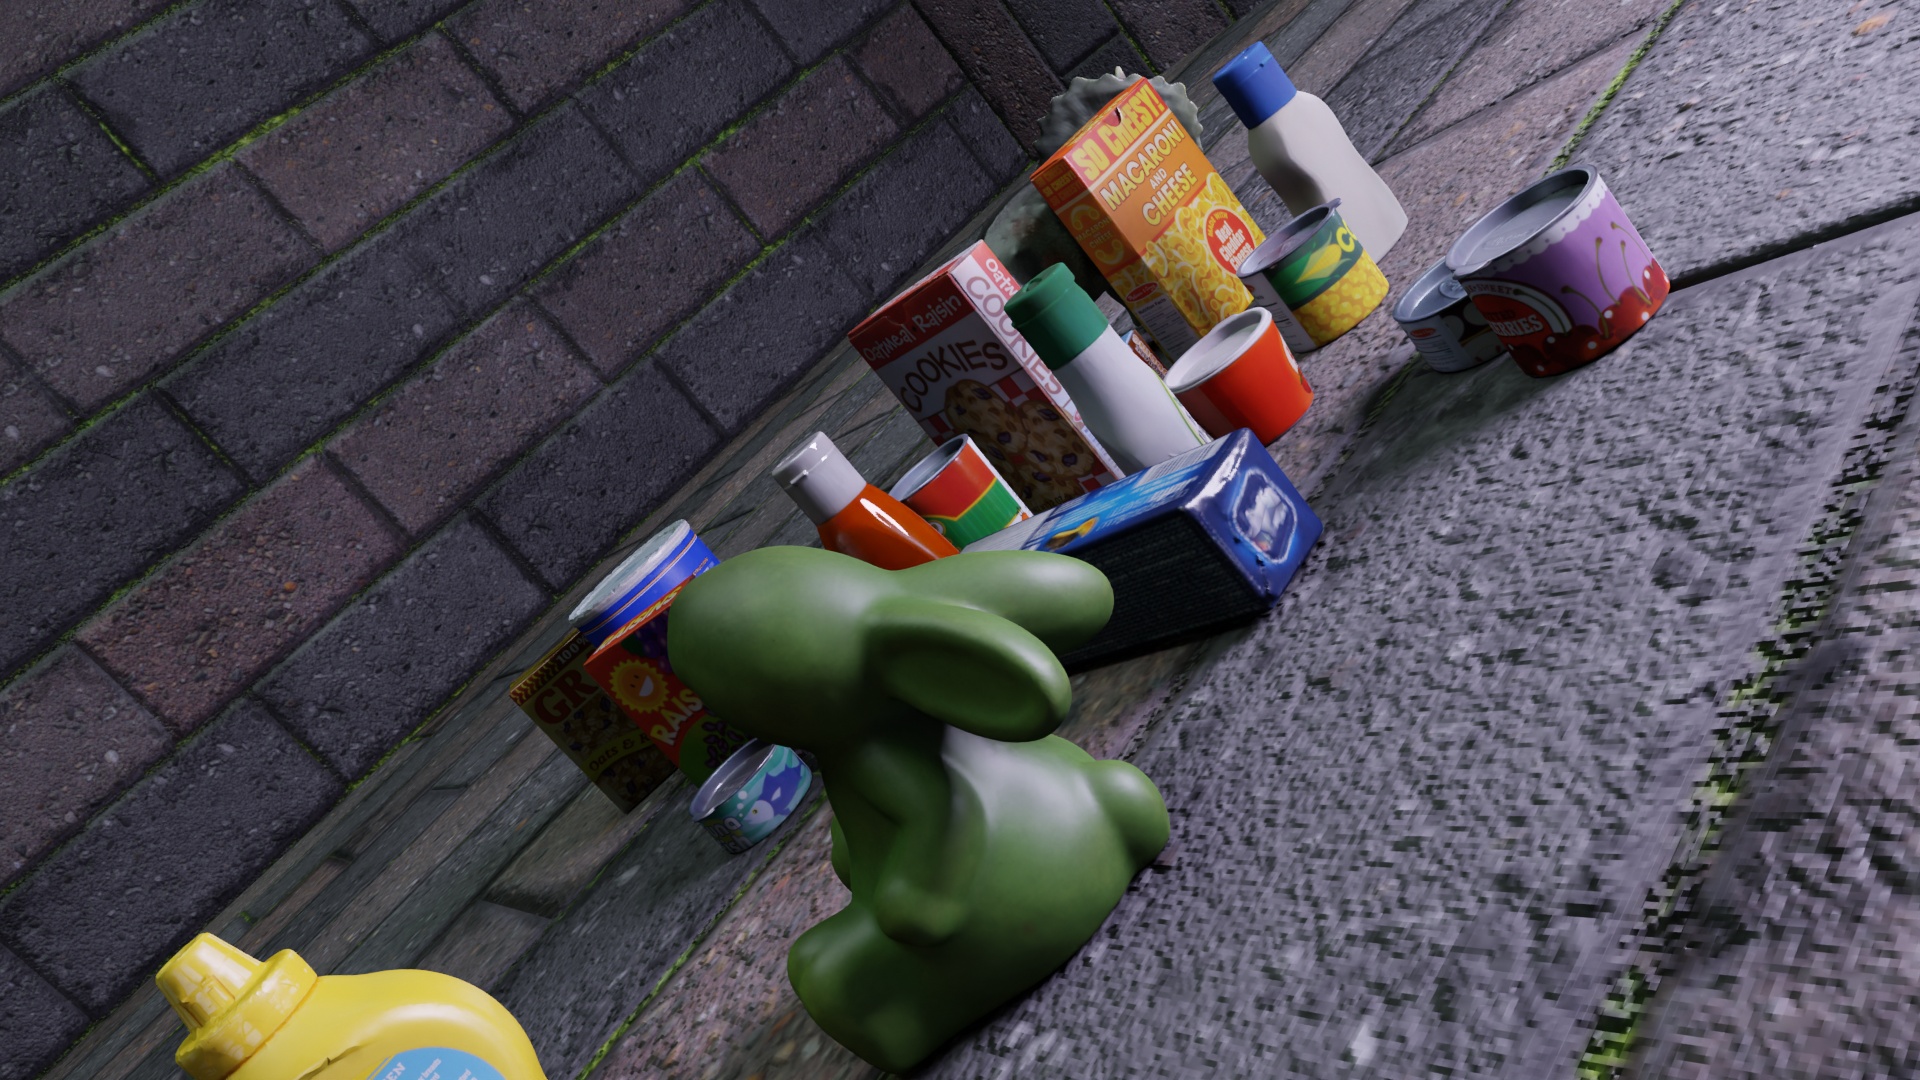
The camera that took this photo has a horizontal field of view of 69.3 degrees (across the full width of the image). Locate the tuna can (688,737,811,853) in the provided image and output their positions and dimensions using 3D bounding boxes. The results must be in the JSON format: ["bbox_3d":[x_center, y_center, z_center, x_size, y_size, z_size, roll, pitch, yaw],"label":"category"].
[{"bbox_3d":[-0.119,0.144,0.784,0.071,0.033,0.071,-38,14,11],"label":"tuna can"}]

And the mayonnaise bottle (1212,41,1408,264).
[{"bbox_3d":[0.211,-0.232,0.847,0.065,0.148,0.041,-47,15,-27],"label":"mayonnaise bottle"}]

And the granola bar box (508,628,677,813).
[{"bbox_3d":[-0.225,0.097,1.020,0.166,0.124,0.039,-42,13,-8],"label":"granola bar box"}]

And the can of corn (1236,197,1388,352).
[{"bbox_3d":[0.205,-0.152,0.799,0.071,0.058,0.071,-38,14,11],"label":"can of corn"}]

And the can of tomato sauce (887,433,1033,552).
[{"bbox_3d":[0.003,-0.011,0.838,0.071,0.083,0.071,-38,14,11],"label":"can of tomato sauce"}]

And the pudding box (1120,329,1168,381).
[{"bbox_3d":[0.097,-0.098,0.935,0.083,0.049,0.030,-32,16,30],"label":"pudding box"}]

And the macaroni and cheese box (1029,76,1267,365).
[{"bbox_3d":[0.140,-0.221,0.962,0.040,0.166,0.124,-24,21,51],"label":"macaroni and cheese box"}]

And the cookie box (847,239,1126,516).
[{"bbox_3d":[0.021,-0.092,0.868,0.040,0.167,0.122,-49,16,-32],"label":"cookie box"}]

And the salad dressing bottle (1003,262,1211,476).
[{"bbox_3d":[0.080,-0.066,0.673,0.044,0.147,0.064,-39,13,6],"label":"salad dressing bottle"}]

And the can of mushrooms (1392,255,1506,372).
[{"bbox_3d":[0.237,-0.111,0.635,0.071,0.033,0.071,-38,14,11],"label":"can of mushrooms"}]

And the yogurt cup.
[{"bbox_3d":[0.149,-0.081,0.735,0.072,0.054,0.072,-38,14,11],"label":"yogurt cup"}]

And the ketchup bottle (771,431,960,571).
[{"bbox_3d":[-0.042,0.008,0.760,0.064,0.148,0.044,-35,14,22],"label":"ketchup bottle"}]

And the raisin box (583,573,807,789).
[{"bbox_3d":[-0.156,0.093,0.850,0.086,0.123,0.040,-33,15,28],"label":"raisin box"}]

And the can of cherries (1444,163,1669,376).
[{"bbox_3d":[0.240,-0.107,0.565,0.071,0.058,0.072,-38,14,11],"label":"can of cherries"}]
